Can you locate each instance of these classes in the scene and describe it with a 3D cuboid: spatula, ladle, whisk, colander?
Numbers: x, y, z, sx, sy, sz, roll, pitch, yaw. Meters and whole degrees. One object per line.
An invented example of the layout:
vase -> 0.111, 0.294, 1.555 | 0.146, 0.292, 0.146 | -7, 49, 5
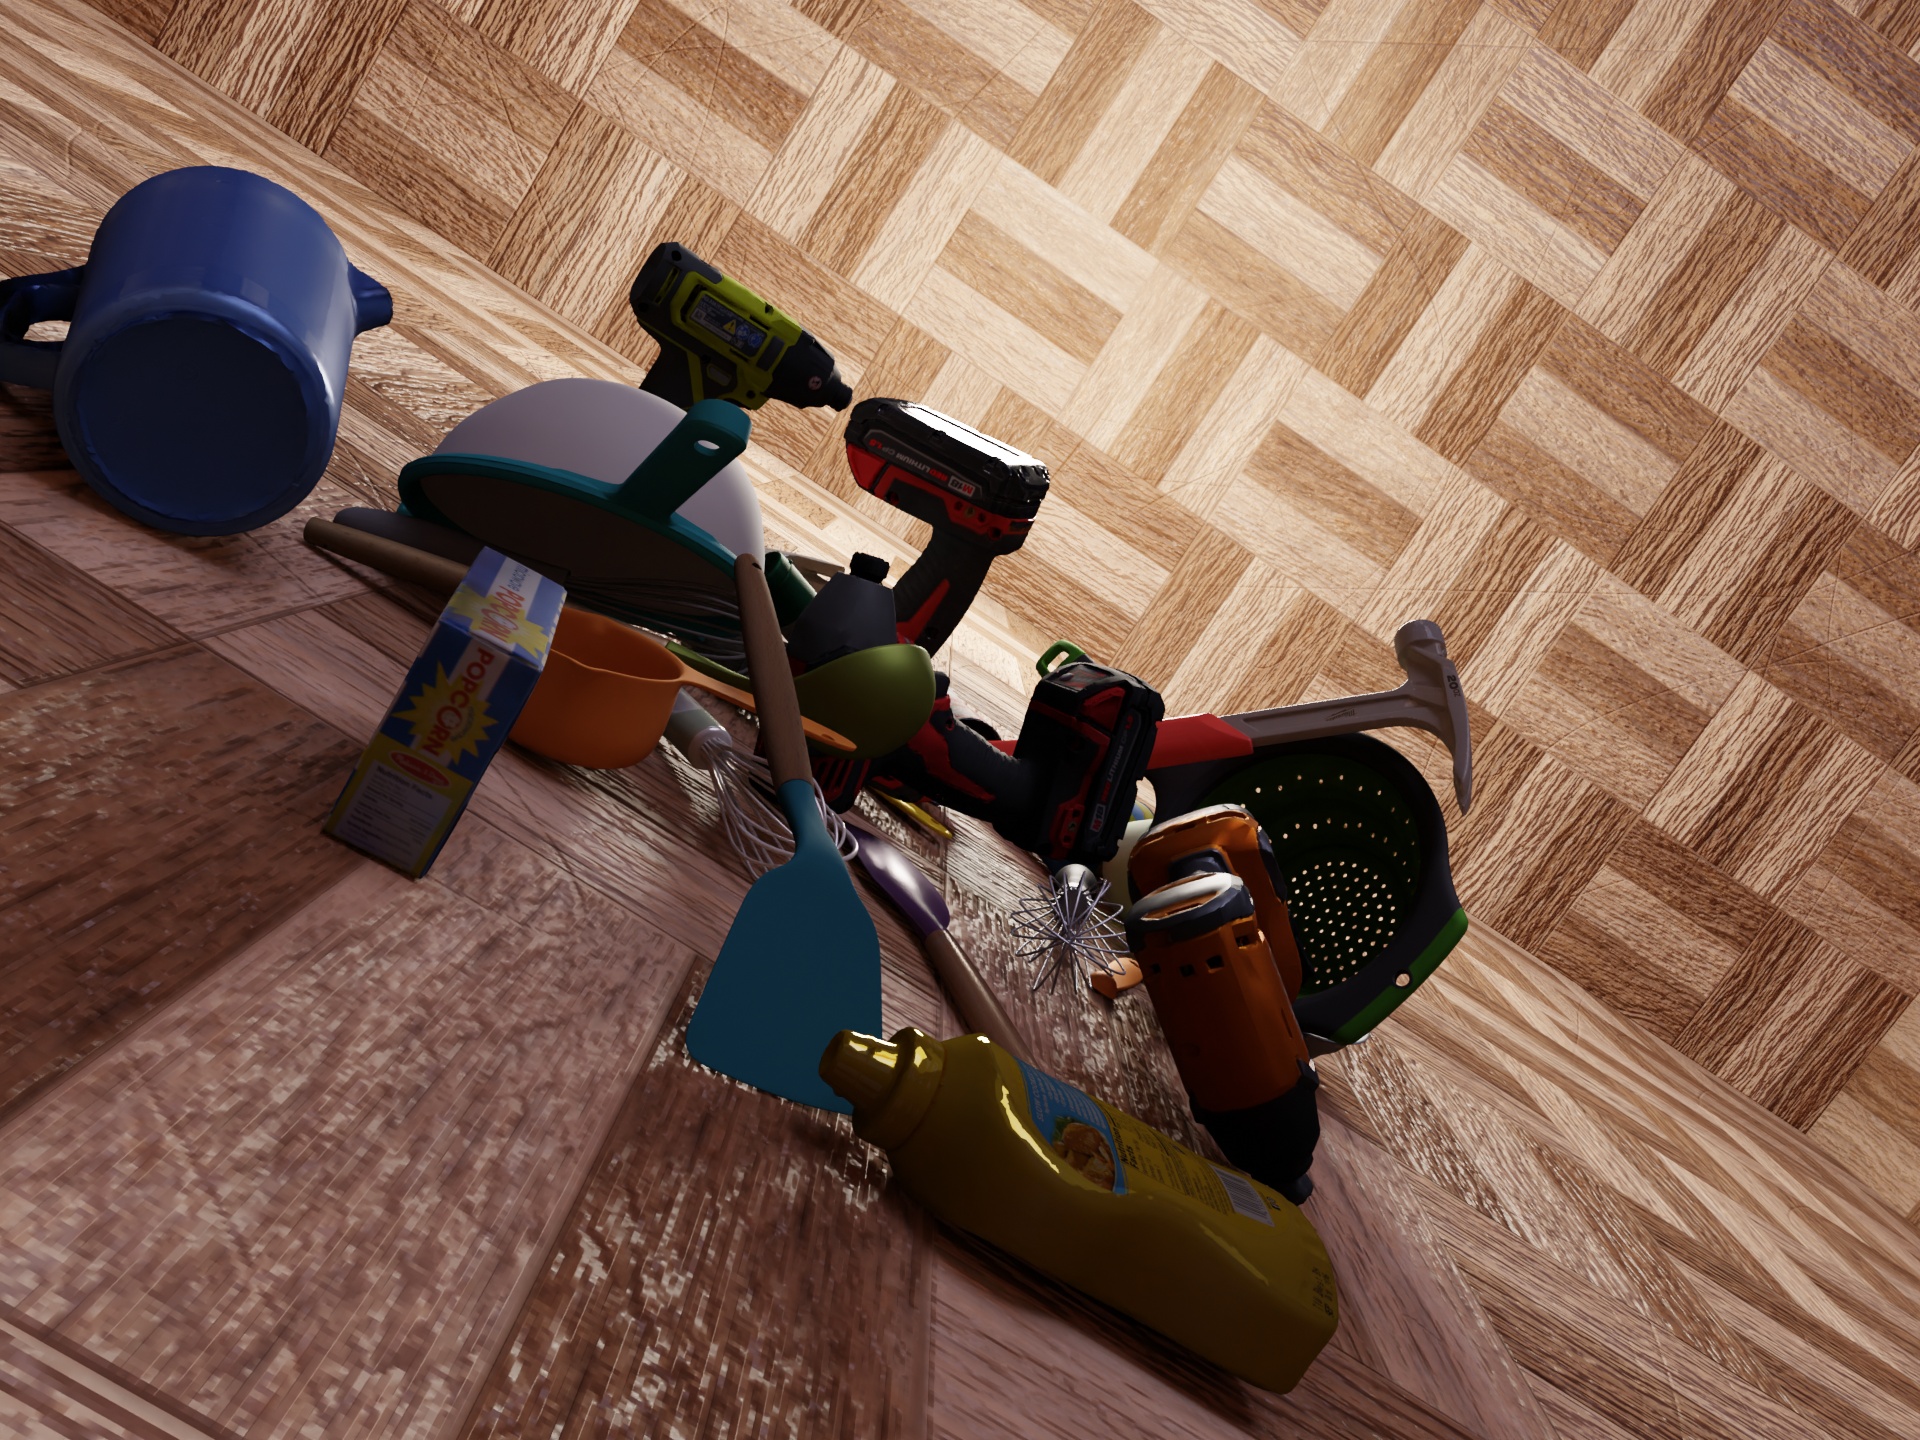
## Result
spatula -> -0.080, 0.021, 0.664 | 0.082, 0.044, 0.318 | 26, 26, -29
ladle -> -0.167, -0.052, 0.790 | 0.320, 0.062, 0.078 | 19, -25, 0
whisk -> 0.066, 0.113, 0.948 | 0.070, 0.070, 0.284 | 34, 3, 4
colander -> 0.181, 0.069, 1.075 | 0.094, 0.204, 0.398 | 43, 3, -46
whisk -> -0.123, 0.017, 0.803 | 0.057, 0.059, 0.247 | -7, 27, -32
spatula -> -0.001, 0.120, 0.767 | 0.059, 0.018, 0.316 | 31, 8, -26
whisk -> -0.209, -0.069, 0.834 | 0.239, 0.055, 0.055 | 17, 11, -7

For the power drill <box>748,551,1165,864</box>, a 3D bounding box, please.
power drill -> -0.001, -0.003, 0.897 | 0.219, 0.143, 0.079 | 15, 4, -28

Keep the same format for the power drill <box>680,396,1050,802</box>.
power drill -> -0.063, -0.082, 0.978 | 0.188, 0.226, 0.080 | 28, 17, 15

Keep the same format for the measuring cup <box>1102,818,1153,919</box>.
measuring cup -> 0.154, 0.128, 1.172 | 0.038, 0.083, 0.167 | -6, -29, 33

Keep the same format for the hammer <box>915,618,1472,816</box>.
hammer -> 0.136, 0.020, 1.011 | 0.149, 0.359, 0.036 | -84, 159, -46

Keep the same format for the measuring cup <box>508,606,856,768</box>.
measuring cup -> -0.136, 0.001, 0.733 | 0.173, 0.052, 0.095 | 22, 12, -14

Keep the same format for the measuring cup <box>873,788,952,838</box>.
measuring cup -> -0.058, 0.024, 1.037 | 0.157, 0.029, 0.062 | 35, 8, 27

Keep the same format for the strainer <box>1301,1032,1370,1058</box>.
strainer -> 0.198, 0.200, 0.992 | 0.087, 0.050, 0.258 | 23, 10, 22

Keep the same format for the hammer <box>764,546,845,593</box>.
hammer -> -0.150, -0.083, 1.201 | 0.130, 0.031, 0.331 | 7, 19, -8

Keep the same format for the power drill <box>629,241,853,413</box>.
power drill -> -0.194, -0.202, 1.139 | 0.171, 0.223, 0.080 | 29, 10, -28

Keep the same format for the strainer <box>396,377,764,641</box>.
strainer -> -0.166, -0.138, 0.831 | 0.210, 0.095, 0.340 | 23, -17, -22

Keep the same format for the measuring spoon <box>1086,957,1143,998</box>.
measuring spoon -> 0.098, 0.153, 0.969 | 0.021, 0.011, 0.117 | 36, 9, 15

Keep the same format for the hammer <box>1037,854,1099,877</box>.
hammer -> -0.018, 0.007, 1.265 | 0.144, 0.035, 0.406 | 25, 12, -44

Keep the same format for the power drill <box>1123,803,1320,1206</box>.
power drill -> 0.143, 0.141, 0.835 | 0.226, 0.084, 0.164 | -52, 122, -77
